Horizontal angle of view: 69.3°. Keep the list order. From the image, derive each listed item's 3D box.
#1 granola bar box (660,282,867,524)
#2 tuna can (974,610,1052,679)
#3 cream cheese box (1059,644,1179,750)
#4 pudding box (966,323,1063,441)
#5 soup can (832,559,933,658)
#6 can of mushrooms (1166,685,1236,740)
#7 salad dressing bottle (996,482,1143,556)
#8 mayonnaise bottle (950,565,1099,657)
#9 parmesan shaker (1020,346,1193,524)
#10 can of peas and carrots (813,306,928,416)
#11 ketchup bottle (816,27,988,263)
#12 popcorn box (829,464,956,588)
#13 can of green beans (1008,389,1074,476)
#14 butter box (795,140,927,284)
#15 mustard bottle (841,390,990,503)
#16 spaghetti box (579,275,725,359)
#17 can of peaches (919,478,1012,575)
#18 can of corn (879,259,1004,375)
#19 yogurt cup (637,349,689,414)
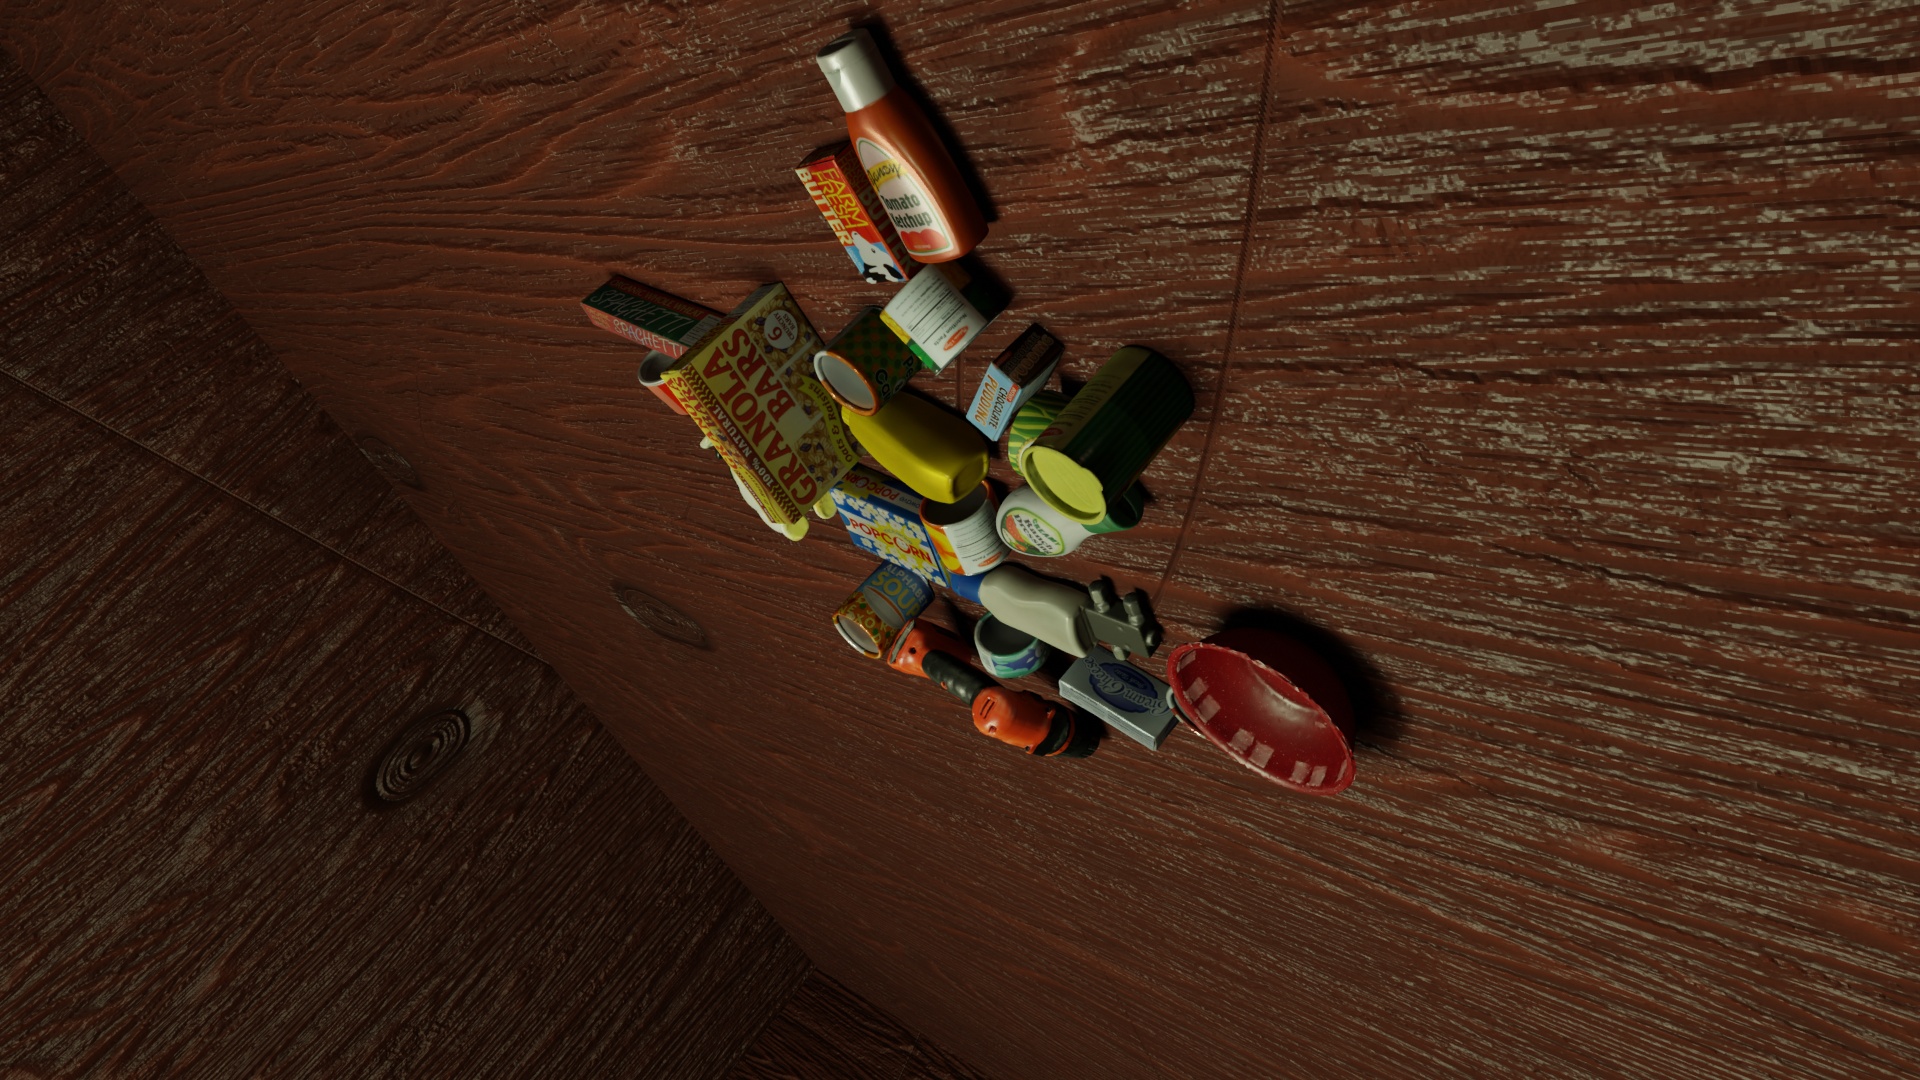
[{"bbox_3d":[-0.156,-0.114,1.174,0.039,0.125,0.165,5,136,51],"label":"granola bar box"},{"bbox_3d":[0.050,0.091,1.274,0.071,0.071,0.032,24,149,35],"label":"tuna can"},{"bbox_3d":[0.143,0.136,1.219,0.104,0.053,0.024,29,150,26],"label":"cream cheese box"},{"bbox_3d":[0.037,-0.110,0.981,0.030,0.050,0.083,41,156,6],"label":"pudding box"},{"bbox_3d":[-0.077,0.067,1.400,0.071,0.084,0.071,33,153,19],"label":"soup can"},{"bbox_3d":[0.207,0.135,1.146,0.071,0.033,0.070,34,153,20],"label":"can of mushrooms"},{"bbox_3d":[0.083,-0.020,1.067,0.064,0.044,0.147,49,155,-16],"label":"salad dressing bottle"},{"bbox_3d":[0.056,0.053,1.232,0.148,0.041,0.064,23,147,39],"label":"mayonnaise bottle"},{"bbox_3d":[0.097,-0.068,0.894,0.071,0.103,0.071,34,154,19],"label":"parmesan shaker"},{"bbox_3d":[-0.070,-0.138,1.086,0.071,0.059,0.070,34,155,19],"label":"can of peas and carrots"},{"bbox_3d":[-0.039,-0.248,0.880,0.065,0.044,0.148,11,140,49],"label":"ketchup bottle"},{"bbox_3d":[-0.056,-0.014,1.291,0.127,0.038,0.085,23,150,35],"label":"popcorn box"},{"bbox_3d":[0.075,-0.067,0.974,0.058,0.071,0.071,24,150,35],"label":"can of green beans"},{"bbox_3d":[-0.070,-0.229,0.980,0.053,0.024,0.103,8,139,52],"label":"butter box"},{"bbox_3d":[-0.049,-0.090,1.133,0.160,0.065,0.048,35,150,30],"label":"mustard bottle"},{"bbox_3d":[-0.258,-0.195,1.286,0.250,0.050,0.028,24,148,35],"label":"spaghetti box"},{"bbox_3d":[0.004,-0.015,1.168,0.071,0.071,0.057,19,146,42],"label":"can of peaches"},{"bbox_3d":[-0.013,-0.158,0.964,0.058,0.071,0.071,46,155,-5],"label":"can of corn"},{"bbox_3d":[-0.270,-0.159,1.348,0.072,0.072,0.053,17,153,43],"label":"yogurt cup"}]
